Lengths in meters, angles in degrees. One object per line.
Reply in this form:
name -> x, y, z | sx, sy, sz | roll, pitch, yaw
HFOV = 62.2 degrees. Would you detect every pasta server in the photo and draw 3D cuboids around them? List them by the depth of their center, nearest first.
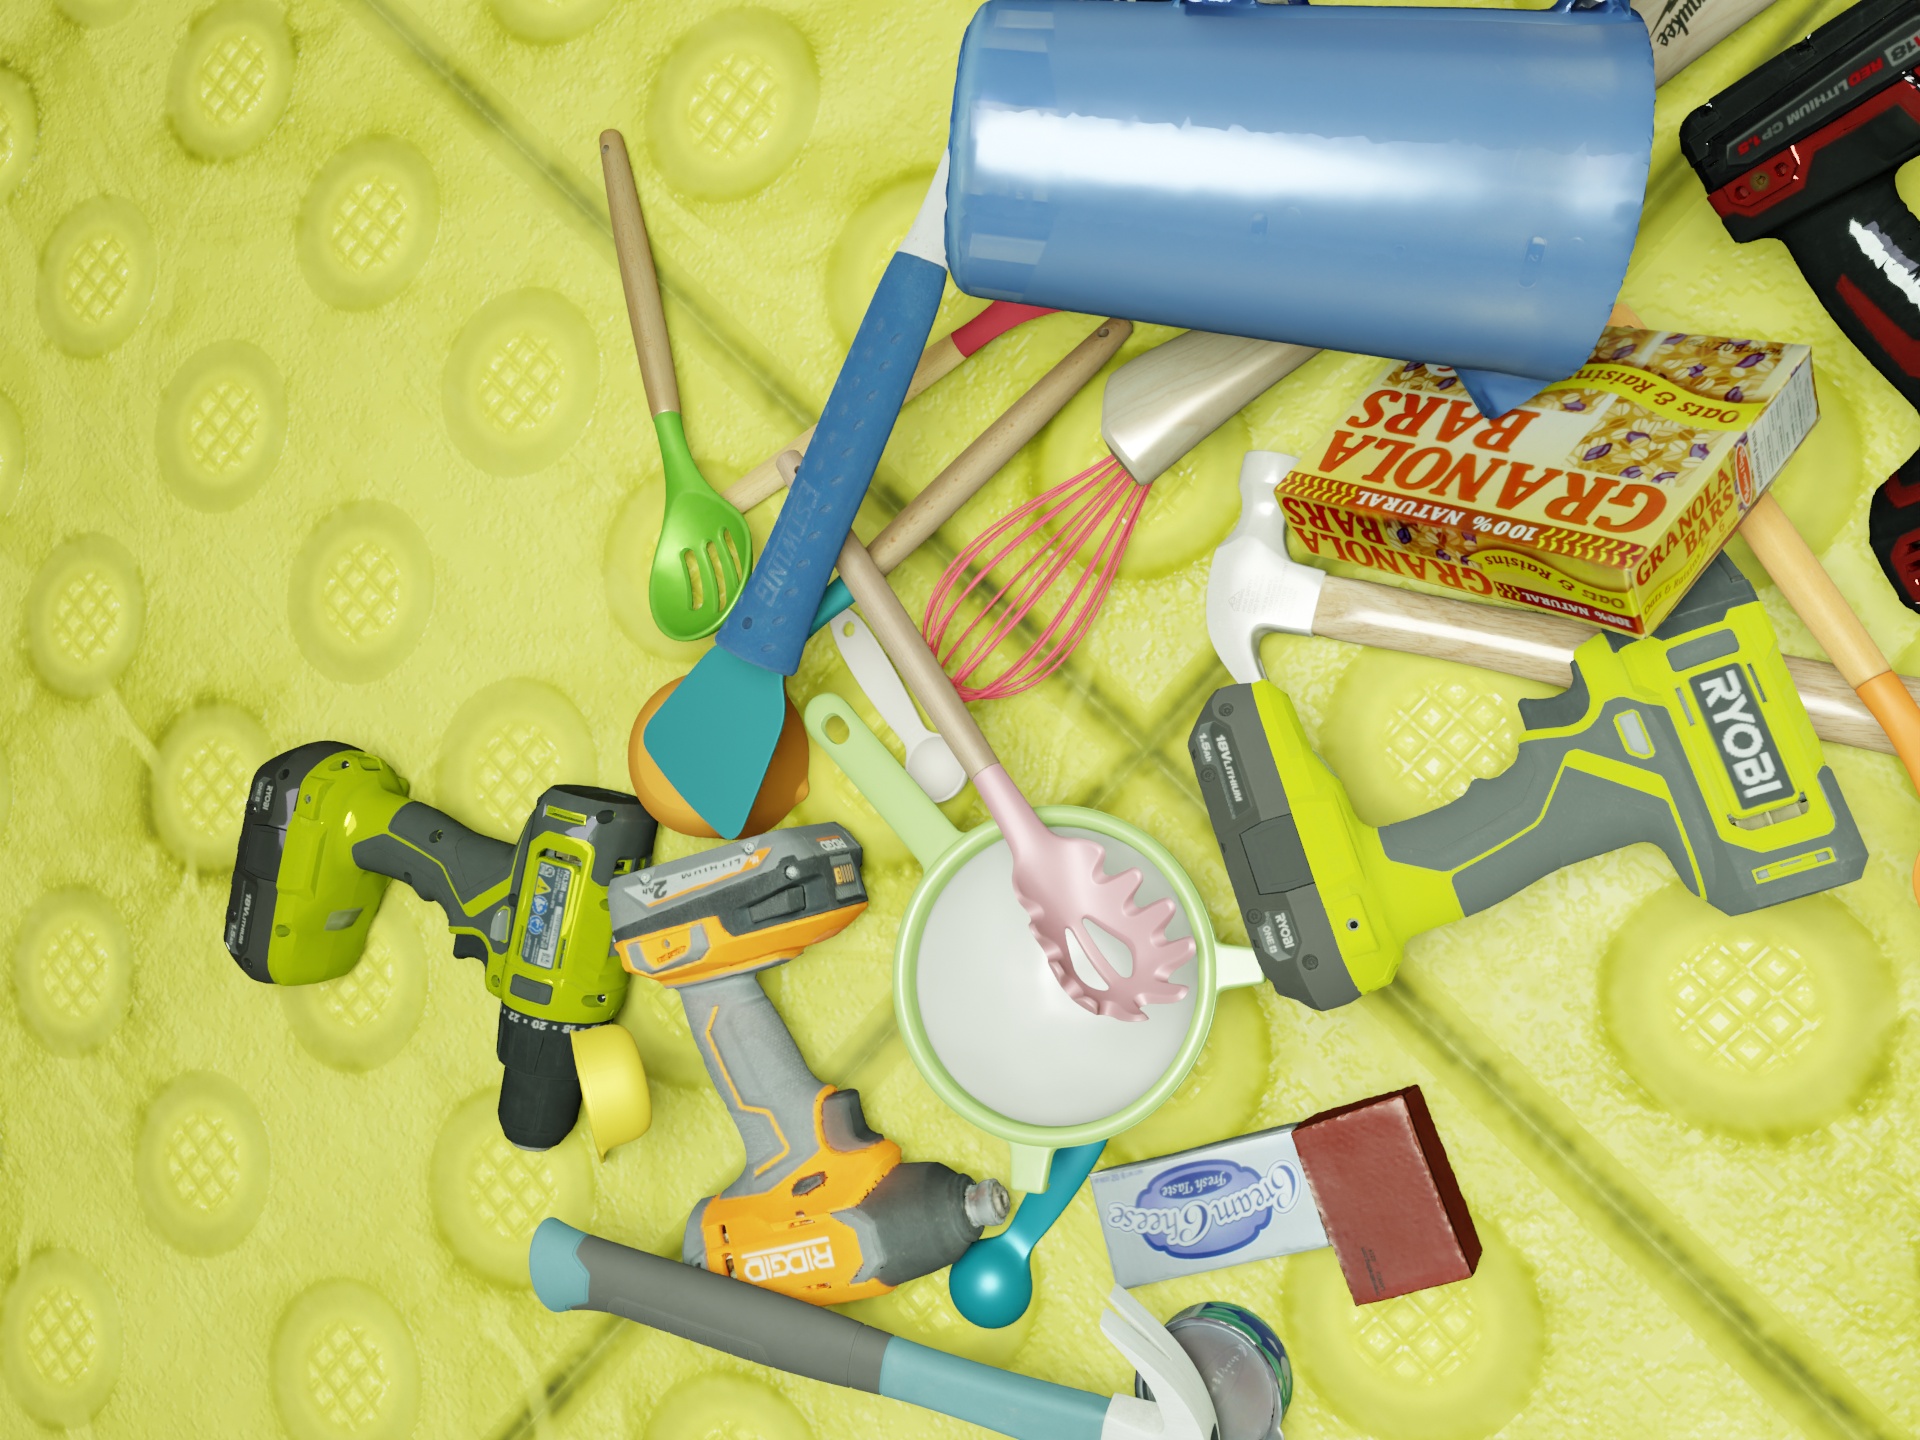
pasta server -> -0.001, -0.002, 0.707 | 0.060, 0.040, 0.316 | -26, 71, -20

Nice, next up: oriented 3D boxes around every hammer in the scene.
hammer -> 0.237, -0.231, 0.677 | 0.410, 0.038, 0.146 | -38, 74, 7
hammer -> 0.266, -0.025, 0.679 | 0.331, 0.031, 0.130 | 14, 91, 22
hammer -> -0.008, -0.209, 0.695 | 0.144, 0.035, 0.405 | 26, 98, 23
hammer -> -0.046, 0.289, 0.720 | 0.331, 0.033, 0.128 | 11, 104, 15

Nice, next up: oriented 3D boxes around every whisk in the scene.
whisk -> 0.080, -0.118, 0.749 | 0.073, 0.073, 0.296 | 44, 97, 19

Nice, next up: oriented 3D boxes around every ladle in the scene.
ladle -> -0.022, -0.177, 0.810 | 0.315, 0.031, 0.069 | -31, 67, 19

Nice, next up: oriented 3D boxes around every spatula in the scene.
spatula -> 0.342, -0.034, 0.621 | 0.081, 0.041, 0.323 | -34, 67, 24
spatula -> -0.030, -0.081, 0.774 | 0.317, 0.044, 0.082 | -44, 61, -4

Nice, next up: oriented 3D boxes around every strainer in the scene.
strainer -> 0.016, 0.082, 0.752 | 0.151, 0.069, 0.257 | -46, 66, 6

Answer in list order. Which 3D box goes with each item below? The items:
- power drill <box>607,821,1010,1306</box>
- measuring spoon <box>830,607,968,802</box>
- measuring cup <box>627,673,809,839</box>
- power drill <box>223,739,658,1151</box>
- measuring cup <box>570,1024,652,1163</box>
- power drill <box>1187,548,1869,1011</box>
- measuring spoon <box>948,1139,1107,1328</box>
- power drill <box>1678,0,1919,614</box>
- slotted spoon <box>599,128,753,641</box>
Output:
power drill -> -0.074, 0.168, 0.775 | 0.164, 0.084, 0.226 | -17, 84, 19
measuring spoon -> -0.031, -0.010, 0.809 | 0.034, 0.018, 0.124 | -41, 66, 19
measuring cup -> -0.112, -0.021, 0.817 | 0.095, 0.052, 0.173 | 26, 97, 22
power drill -> -0.281, 0.114, 0.864 | 0.228, 0.080, 0.190 | 13, 93, 20
measuring cup -> -0.171, 0.194, 0.792 | 0.029, 0.156, 0.062 | -14, 66, -17
power drill -> 0.215, 0.015, 0.640 | 0.223, 0.080, 0.171 | -20, 74, 15
measuring spoon -> 0.034, 0.235, 0.755 | 0.042, 0.021, 0.128 | 34, 100, 20
power drill -> 0.385, -0.160, 0.559 | 0.188, 0.080, 0.226 | -28, 92, 52
slotted spoon -> -0.160, -0.186, 0.854 | 0.070, 0.031, 0.314 | -23, 72, 27
